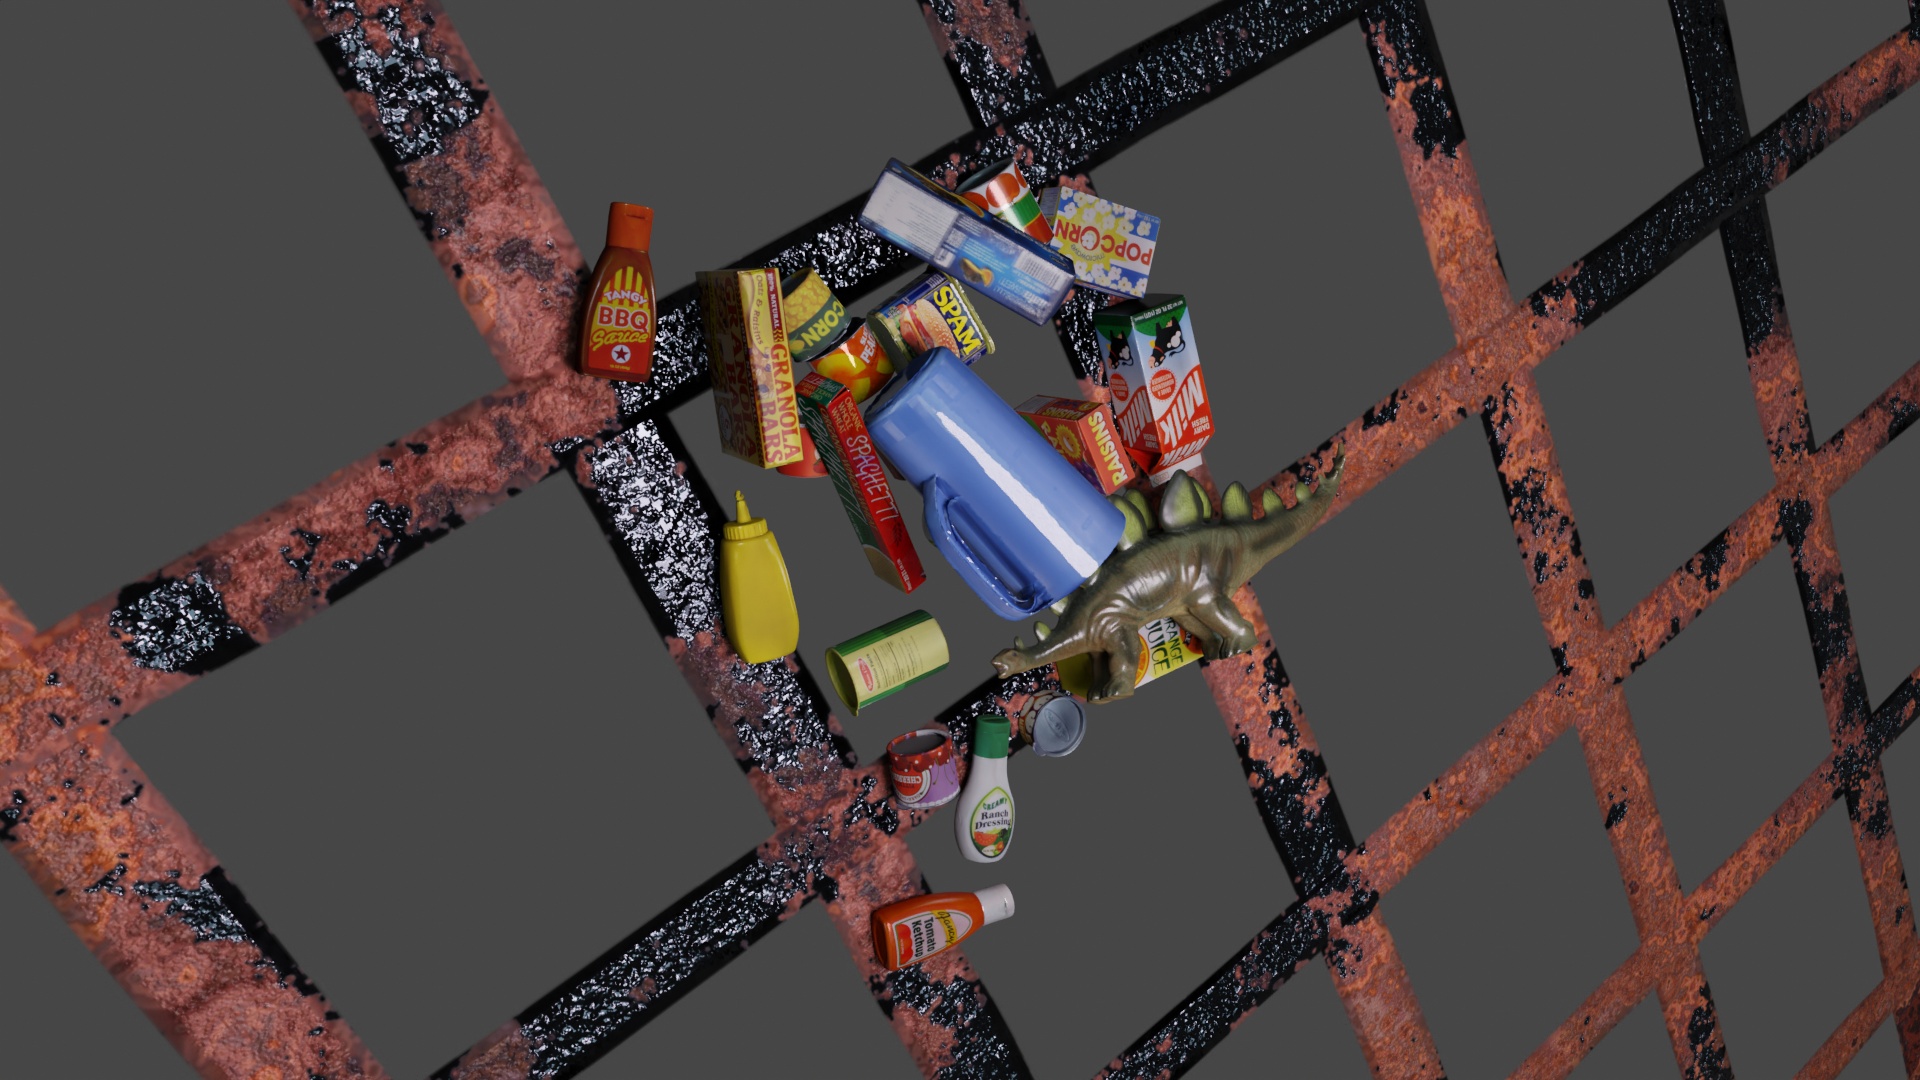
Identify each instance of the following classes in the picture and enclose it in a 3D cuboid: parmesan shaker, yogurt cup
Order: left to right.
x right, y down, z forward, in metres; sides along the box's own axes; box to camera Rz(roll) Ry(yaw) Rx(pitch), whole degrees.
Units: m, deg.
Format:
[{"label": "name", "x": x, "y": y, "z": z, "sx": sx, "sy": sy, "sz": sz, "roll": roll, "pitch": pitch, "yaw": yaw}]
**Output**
[{"label": "yogurt cup", "x": -0.142, "y": -0.090, "z": 1.276, "sx": 0.072, "sy": 0.072, "sz": 0.053, "roll": -8, "pitch": 111, "yaw": -27}, {"label": "parmesan shaker", "x": -0.070, "y": 0.118, "z": 1.348, "sx": 0.103, "sy": 0.071, "sz": 0.071, "roll": -22, "pitch": 109, "yaw": -24}]

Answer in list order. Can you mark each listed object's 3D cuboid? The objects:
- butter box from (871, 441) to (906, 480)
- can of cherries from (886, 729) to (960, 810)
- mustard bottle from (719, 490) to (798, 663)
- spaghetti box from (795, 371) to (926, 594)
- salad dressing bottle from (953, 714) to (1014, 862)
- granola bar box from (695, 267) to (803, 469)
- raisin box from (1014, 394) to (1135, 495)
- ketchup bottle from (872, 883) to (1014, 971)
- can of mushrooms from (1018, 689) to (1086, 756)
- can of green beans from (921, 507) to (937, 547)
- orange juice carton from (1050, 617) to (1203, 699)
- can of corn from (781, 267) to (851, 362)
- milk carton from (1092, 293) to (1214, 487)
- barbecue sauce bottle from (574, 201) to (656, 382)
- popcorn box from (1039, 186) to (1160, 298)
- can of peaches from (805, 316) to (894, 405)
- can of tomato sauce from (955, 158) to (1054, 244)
[{"label": "butter box", "x": -0.035, "y": -0.110, "z": 1.352, "sx": 0.104, "sy": 0.024, "sz": 0.053, "roll": -41, "pitch": 114, "yaw": -17}, {"label": "can of cherries", "x": -0.039, "y": 0.228, "z": 1.382, "sx": 0.072, "sy": 0.071, "sz": 0.058, "roll": -16, "pitch": 106, "yaw": -25}, {"label": "mustard bottle", "x": -0.190, "y": 0.030, "z": 1.278, "sx": 0.065, "sy": 0.049, "sz": 0.159, "roll": -13, "pitch": 104, "yaw": -26}, {"label": "spaghetti box", "x": -0.089, "y": -0.048, "z": 1.268, "sx": 0.029, "sy": 0.050, "sz": 0.248, "roll": -44, "pitch": 138, "yaw": -22}, {"label": "salad dressing bottle", "x": 0.028, "y": 0.256, "z": 1.438, "sx": 0.064, "sy": 0.044, "sz": 0.147, "roll": 0, "pitch": 98, "yaw": -30}, {"label": "granola bar box", "x": -0.183, "y": -0.153, "z": 1.207, "sx": 0.039, "sy": 0.124, "sz": 0.165, "roll": -12, "pitch": 105, "yaw": -25}, {"label": "raisin box", "x": 0.110, "y": -0.096, "z": 1.377, "sx": 0.040, "sy": 0.123, "sz": 0.086, "roll": -33, "pitch": 113, "yaw": -20}, {"label": "ketchup bottle", "x": -0.017, "y": 0.393, "z": 1.437, "sx": 0.149, "sy": 0.043, "sz": 0.064, "roll": -11, "pitch": 104, "yaw": -27}, {"label": "can of mushrooms", "x": 0.095, "y": 0.195, "z": 1.470, "sx": 0.071, "sy": 0.033, "sz": 0.071, "roll": -6, "pitch": 102, "yaw": -28}, {"label": "can of green beans", "x": 0.003, "y": -0.018, "z": 1.369, "sx": 0.071, "sy": 0.058, "sz": 0.071, "roll": -5, "pitch": 101, "yaw": -28}, {"label": "orange juice carton", "x": 0.198, "y": 0.101, "z": 1.488, "sx": 0.193, "sy": 0.073, "sz": 0.071, "roll": -21, "pitch": 107, "yaw": -25}, {"label": "can of corn", "x": -0.141, "y": -0.204, "z": 1.252, "sx": 0.071, "sy": 0.071, "sz": 0.058, "roll": -46, "pitch": 116, "yaw": -14}, {"label": "milk carton", "x": 0.206, "y": -0.155, "z": 1.448, "sx": 0.072, "sy": 0.073, "sz": 0.190, "roll": -24, "pitch": 110, "yaw": -23}, {"label": "barbecue sauce bottle", "x": -0.289, "y": -0.211, "z": 1.186, "sx": 0.065, "sy": 0.043, "sz": 0.148, "roll": 5, "pitch": 96, "yaw": -28}, {"label": "popcorn box", "x": 0.136, "y": -0.300, "z": 1.405, "sx": 0.127, "sy": 0.038, "sz": 0.085, "roll": 10, "pitch": 94, "yaw": -30}, {"label": "can of peaches", "x": -0.101, "y": -0.165, "z": 1.281, "sx": 0.071, "sy": 0.071, "sz": 0.058, "roll": -43, "pitch": 117, "yaw": -16}, {"label": "can of tomato sauce", "x": 0.041, "y": -0.313, "z": 1.335, "sx": 0.071, "sy": 0.071, "sz": 0.083, "roll": -39, "pitch": 114, "yaw": -17}]
